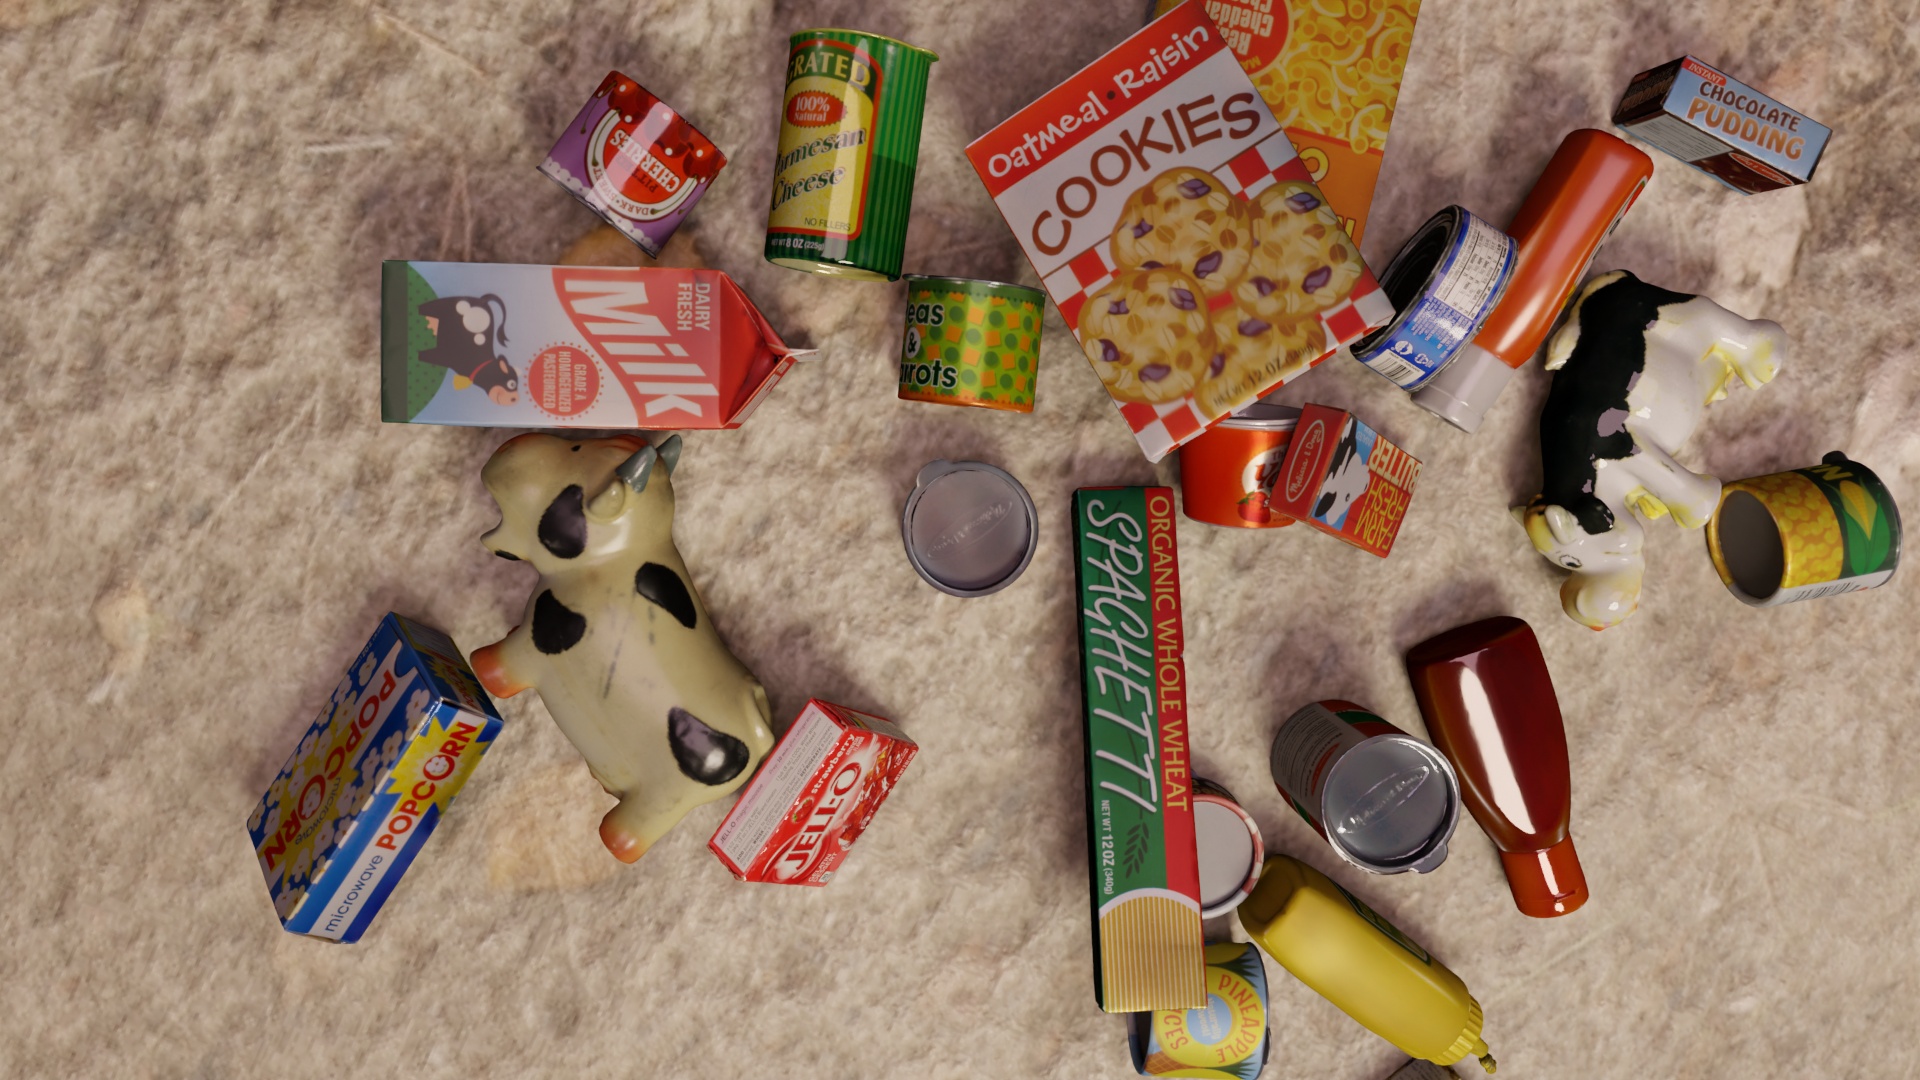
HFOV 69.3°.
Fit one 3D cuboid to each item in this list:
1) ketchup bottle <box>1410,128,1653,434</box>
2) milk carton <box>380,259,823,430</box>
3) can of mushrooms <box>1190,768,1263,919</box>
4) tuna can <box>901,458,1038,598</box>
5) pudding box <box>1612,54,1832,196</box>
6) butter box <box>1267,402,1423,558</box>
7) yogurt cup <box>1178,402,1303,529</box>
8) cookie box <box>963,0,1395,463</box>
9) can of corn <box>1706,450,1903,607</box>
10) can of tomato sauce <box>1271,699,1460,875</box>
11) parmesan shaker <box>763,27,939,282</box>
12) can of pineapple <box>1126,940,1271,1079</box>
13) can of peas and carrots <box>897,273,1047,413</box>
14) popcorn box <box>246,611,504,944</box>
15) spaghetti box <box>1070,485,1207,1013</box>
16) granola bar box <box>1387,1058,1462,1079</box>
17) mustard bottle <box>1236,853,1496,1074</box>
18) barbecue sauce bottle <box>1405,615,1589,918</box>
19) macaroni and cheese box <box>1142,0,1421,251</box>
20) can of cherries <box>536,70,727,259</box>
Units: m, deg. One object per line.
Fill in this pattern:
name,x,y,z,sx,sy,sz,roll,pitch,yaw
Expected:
ketchup bottle,0.275,-0.124,0.678,0.043,0.065,0.148,32,101,8
milk carton,-0.160,-0.088,0.644,0.191,0.072,0.073,1,94,-4
can of mushrooms,0.117,0.153,0.701,0.071,0.033,0.071,0,95,-3
tuna can,0.002,-0.009,0.680,0.071,0.033,0.071,0,95,-4
pudding box,0.373,-0.202,0.682,0.084,0.050,0.030,25,95,-5
butter box,0.186,-0.027,0.663,0.024,0.103,0.053,22,93,38
yogurt cup,0.137,-0.037,0.673,0.072,0.072,0.053,1,103,-4
cookie box,0.096,-0.138,0.625,0.123,0.040,0.167,-31,83,11
can of corn,0.418,-0.005,0.693,0.058,0.071,0.071,-10,95,-3
can of tomato sauce,0.197,0.119,0.678,0.071,0.083,0.071,0,95,-4
parmesan shaker,-0.051,-0.176,0.645,0.071,0.071,0.103,7,94,-4
can of pineapple,0.117,0.232,0.689,0.058,0.071,0.071,4,94,-4
can of peas and carrots,0.003,-0.092,0.656,0.071,0.071,0.058,5,95,-4
popcorn box,-0.273,0.109,0.643,0.038,0.085,0.126,33,92,-44
spaghetti box,0.084,0.095,0.666,0.050,0.028,0.250,-2,80,-3
granola bar box,0.254,0.370,0.724,0.124,0.039,0.165,-39,96,0
mustard bottle,0.213,0.221,0.700,0.160,0.065,0.049,37,94,-11
barbecue sauce bottle,0.278,0.117,0.704,0.065,0.044,0.148,-21,96,-2
macaroni and cheese box,0.140,-0.197,0.672,0.124,0.040,0.166,13,93,-4
can of cherries,-0.150,-0.172,0.638,0.071,0.071,0.058,38,91,-6
